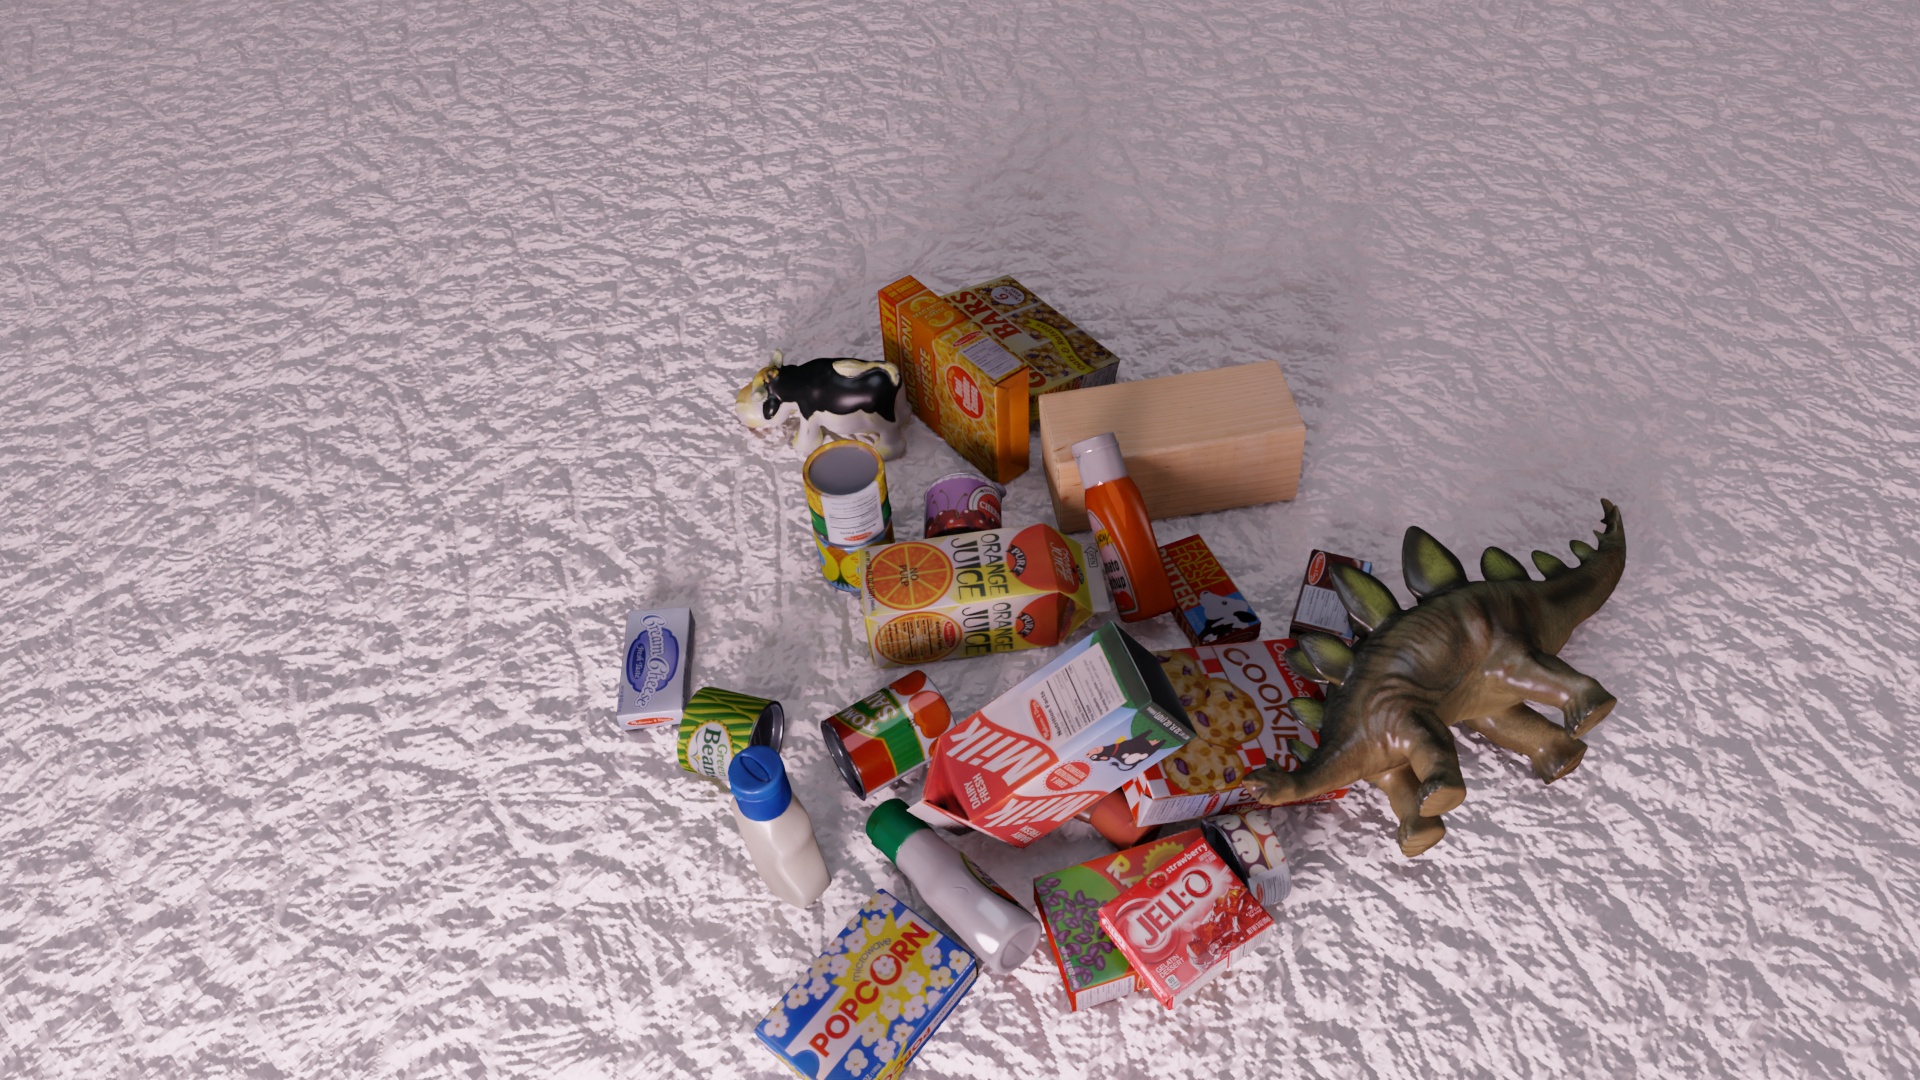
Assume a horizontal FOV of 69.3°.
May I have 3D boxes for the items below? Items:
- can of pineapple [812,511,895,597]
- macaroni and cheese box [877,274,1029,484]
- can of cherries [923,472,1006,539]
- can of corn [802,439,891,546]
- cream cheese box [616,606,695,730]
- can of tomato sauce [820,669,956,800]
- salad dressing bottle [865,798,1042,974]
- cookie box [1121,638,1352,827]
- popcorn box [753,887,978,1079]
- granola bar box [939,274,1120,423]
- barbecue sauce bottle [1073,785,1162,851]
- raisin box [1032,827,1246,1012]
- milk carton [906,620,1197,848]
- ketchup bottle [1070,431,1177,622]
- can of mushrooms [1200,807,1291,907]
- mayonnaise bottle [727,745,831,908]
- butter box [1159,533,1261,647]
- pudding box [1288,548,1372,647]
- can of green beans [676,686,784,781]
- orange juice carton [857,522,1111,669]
[{"bbox_3d":[-0.087,0.002,1.158,0.071,0.057,0.071,-2,50,3],"label":"can of pineapple"},{"bbox_3d":[-0.005,-0.142,1.231,0.040,0.123,0.167,-31,53,-23],"label":"macaroni and cheese box"},{"bbox_3d":[0.004,-0.015,1.157,0.071,0.071,0.059,-2,50,3],"label":"can of cherries"},{"bbox_3d":[-0.092,-0.041,1.116,0.071,0.058,0.071,-2,50,2],"label":"can of corn"},{"bbox_3d":[-0.242,0.101,1.109,0.053,0.024,0.104,-5,50,-1],"label":"cream cheese box"},{"bbox_3d":[-0.052,0.142,1.028,0.083,0.070,0.071,-27,53,-18],"label":"can of tomato sauce"},{"bbox_3d":[-0.008,0.233,0.955,0.044,0.064,0.148,-48,51,-8],"label":"salad dressing bottle"},{"bbox_3d":[0.189,0.135,1.005,0.168,0.040,0.123,-4,48,-19],"label":"cookie box"},{"bbox_3d":[-0.059,0.303,0.912,0.085,0.038,0.127,30,58,26],"label":"popcorn box"},{"bbox_3d":[0.047,-0.179,1.298,0.125,0.038,0.166,-24,51,-31],"label":"granola bar box"},{"bbox_3d":[0.080,0.169,1.010,0.065,0.043,0.149,-37,57,-21],"label":"barbecue sauce bottle"},{"bbox_3d":[0.120,0.255,0.937,0.123,0.039,0.086,-16,50,-7],"label":"raisin box"},{"bbox_3d":[0.056,0.145,0.949,0.190,0.072,0.074,-36,48,14],"label":"milk carton"},{"bbox_3d":[0.127,-0.011,1.098,0.043,0.064,0.148,-18,90,-12],"label":"ketchup bottle"},{"bbox_3d":[0.194,0.216,0.945,0.033,0.070,0.071,-18,51,-11],"label":"can of mushrooms"},{"bbox_3d":[-0.125,0.192,0.940,0.065,0.147,0.041,36,61,29],"label":"mayonnaise bottle"},{"bbox_3d":[0.193,0.044,1.120,0.053,0.024,0.104,-19,51,-12],"label":"butter box"},{"bbox_3d":[0.293,0.050,1.101,0.050,0.030,0.084,13,52,17],"label":"pudding box"},{"bbox_3d":[-0.171,0.146,1.037,0.058,0.071,0.071,10,51,14],"label":"can of green beans"},{"bbox_3d":[0.019,0.042,1.105,0.193,0.072,0.072,-8,49,-2],"label":"orange juice carton"}]
